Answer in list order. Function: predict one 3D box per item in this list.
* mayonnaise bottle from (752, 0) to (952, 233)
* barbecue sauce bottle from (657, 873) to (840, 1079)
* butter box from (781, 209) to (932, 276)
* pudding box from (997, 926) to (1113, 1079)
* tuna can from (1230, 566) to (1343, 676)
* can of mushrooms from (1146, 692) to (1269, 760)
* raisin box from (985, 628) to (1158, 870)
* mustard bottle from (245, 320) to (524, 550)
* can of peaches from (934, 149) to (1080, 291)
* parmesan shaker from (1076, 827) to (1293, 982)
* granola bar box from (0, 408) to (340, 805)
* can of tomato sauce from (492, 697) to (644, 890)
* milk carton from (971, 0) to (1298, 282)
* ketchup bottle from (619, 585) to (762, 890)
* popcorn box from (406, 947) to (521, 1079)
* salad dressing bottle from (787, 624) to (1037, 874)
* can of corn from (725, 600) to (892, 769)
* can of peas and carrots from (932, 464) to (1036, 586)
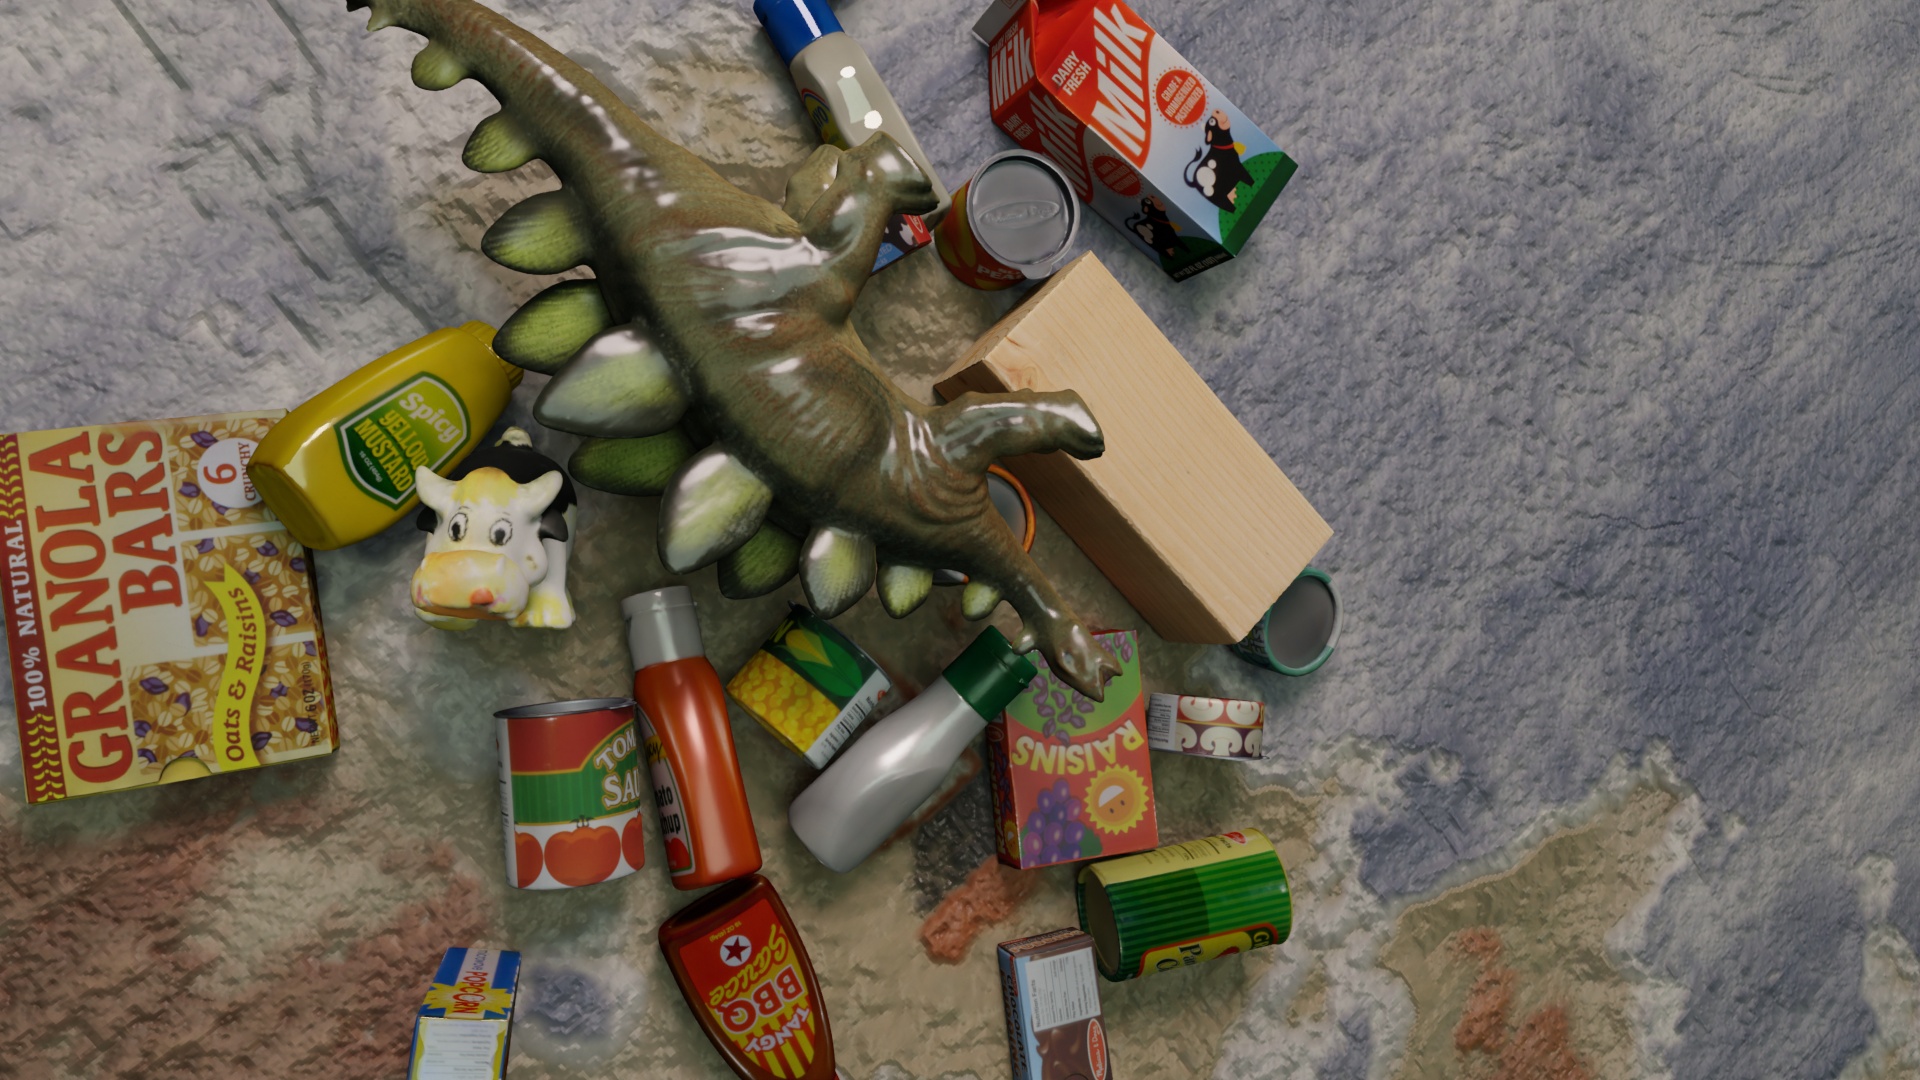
[{"bbox_3d":[-0.059,-0.231,0.747,0.041,0.064,0.148,-32,93,-12],"label":"mayonnaise bottle"},{"bbox_3d":[-0.096,0.251,0.715,0.065,0.043,0.148,-27,96,-19],"label":"barbecue sauce bottle"},{"bbox_3d":[-0.071,-0.154,0.725,0.103,0.024,0.053,-26,98,25],"label":"butter box"},{"bbox_3d":[0.052,0.263,0.772,0.050,0.030,0.083,-8,90,-20],"label":"pudding box"},{"bbox_3d":[0.190,0.046,0.820,0.071,0.033,0.071,-6,102,-30],"label":"tuna can"},{"bbox_3d":[0.142,0.106,0.792,0.071,0.071,0.033,7,84,-18],"label":"can of mushrooms"},{"bbox_3d":[0.059,0.115,0.778,0.086,0.040,0.123,-5,88,-19],"label":"raisin box"},{"bbox_3d":[-0.257,-0.064,0.662,0.161,0.049,0.065,-52,129,-36],"label":"mustard bottle"},{"bbox_3d":[0.025,-0.174,0.773,0.071,0.058,0.071,1,87,-19],"label":"can of peaches"},{"bbox_3d":[0.124,0.205,0.781,0.103,0.071,0.071,-8,90,-15],"label":"parmesan shaker"},{"bbox_3d":[-0.364,0.027,0.638,0.124,0.039,0.165,-8,89,-19],"label":"granola bar box"},{"bbox_3d":[-0.188,0.122,0.678,0.071,0.071,0.083,-4,89,-19],"label":"can of tomato sauce"},{"bbox_3d":[0.090,-0.240,0.791,0.190,0.072,0.073,38,77,-13],"label":"milk carton"},{"bbox_3d":[-0.138,0.098,0.702,0.044,0.064,0.149,-10,82,-26],"label":"ketchup bottle"},{"bbox_3d":[-0.225,0.241,0.627,0.038,0.126,0.085,8,85,-14],"label":"popcorn box"},{"bbox_3d":[-0.023,0.108,0.727,0.148,0.064,0.044,-44,61,-2],"label":"salad dressing bottle"},{"bbox_3d":[-0.081,0.074,0.719,0.071,0.071,0.058,43,75,-12],"label":"can of corn"},{"bbox_3d":[0.003,-0.009,0.755,0.071,0.058,0.071,1,87,-19],"label":"can of peas and carrots"}]
